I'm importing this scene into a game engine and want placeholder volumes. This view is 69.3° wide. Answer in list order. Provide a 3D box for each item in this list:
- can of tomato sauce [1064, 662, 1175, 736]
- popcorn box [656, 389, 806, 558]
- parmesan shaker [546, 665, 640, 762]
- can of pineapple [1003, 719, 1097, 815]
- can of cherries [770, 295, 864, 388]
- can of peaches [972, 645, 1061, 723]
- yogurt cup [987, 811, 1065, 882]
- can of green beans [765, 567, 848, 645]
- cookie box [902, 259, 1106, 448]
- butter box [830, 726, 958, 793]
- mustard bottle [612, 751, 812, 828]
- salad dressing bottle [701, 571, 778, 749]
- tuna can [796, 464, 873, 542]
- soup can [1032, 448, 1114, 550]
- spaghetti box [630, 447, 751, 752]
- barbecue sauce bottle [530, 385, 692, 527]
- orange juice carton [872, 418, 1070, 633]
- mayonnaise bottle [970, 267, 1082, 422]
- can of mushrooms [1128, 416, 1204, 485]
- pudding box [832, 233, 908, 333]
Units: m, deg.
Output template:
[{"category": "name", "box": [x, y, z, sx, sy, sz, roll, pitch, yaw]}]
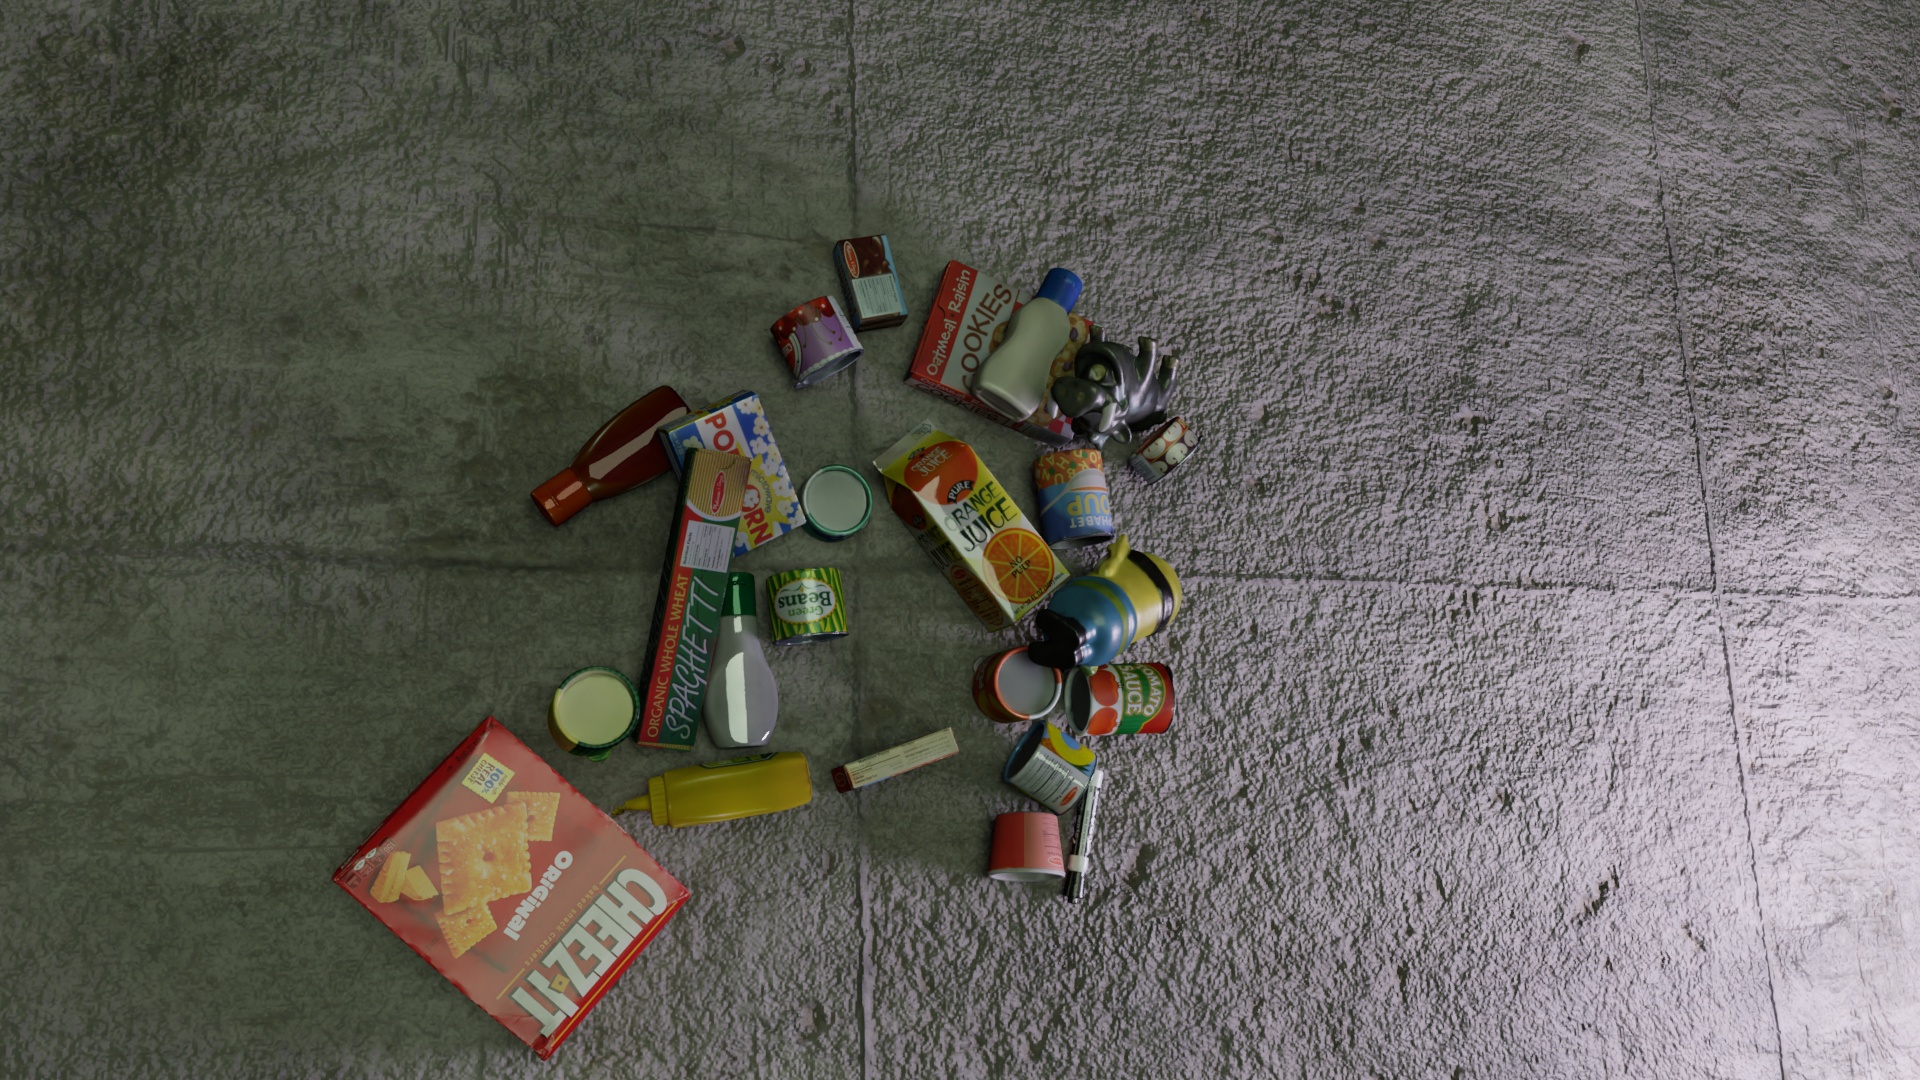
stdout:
[{"category": "can of tomato sauce", "box": [0.146, 0.144, 1.271, 0.083, 0.071, 0.071, 1, 79, -18]}, {"category": "popcorn box", "box": [-0.195, -0.055, 1.190, 0.085, 0.038, 0.126, -28, 112, -22]}, {"category": "parmesan shaker", "box": [-0.291, 0.140, 1.105, 0.071, 0.103, 0.071, 4, 78, -18]}, {"category": "can of pineapple", "box": [0.080, 0.202, 1.241, 0.058, 0.071, 0.071, 35, 70, -9]}, {"category": "can of cherries", "box": [-0.131, -0.178, 1.247, 0.072, 0.071, 0.058, -29, 89, -22]}, {"category": "can of peaches", "box": [0.049, 0.128, 1.248, 0.071, 0.058, 0.071, 4, 78, -18]}, {"category": "yogurt cup", "box": [0.058, 0.269, 1.220, 0.072, 0.072, 0.054, 7, 69, -17]}, {"category": "can of green beans", "box": [-0.132, 0.057, 1.196, 0.071, 0.071, 0.058, -5, 80, -20]}, {"category": "cookie box", "box": [0.043, -0.177, 1.320, 0.167, 0.040, 0.123, 22, 73, -14]}, {"category": "butter box", "box": [-0.056, 0.190, 1.202, 0.104, 0.053, 0.024, -17, 82, -22]}, {"category": "mustard bottle", "box": [-0.205, 0.207, 1.143, 0.160, 0.065, 0.049, -7, 86, -16]}, {"category": "salad dressing bottle", "box": [-0.189, 0.102, 1.180, 0.064, 0.044, 0.148, 1, 77, -25]}, {"category": "tuna can", "box": [-0.110, -0.032, 1.241, 0.071, 0.032, 0.071, 4, 78, -18]}, {"category": "soup can", "box": [0.107, -0.039, 1.296, 0.071, 0.071, 0.084, -5, 80, -20]}, {"category": "spaghetti box", "box": [-0.224, 0.048, 1.148, 0.050, 0.028, 0.250, 11, 92, -28]}, {"category": "barbecue sauce bottle", "box": [-0.293, -0.068, 1.180, 0.149, 0.043, 0.065, -38, 99, -21]}, {"category": "orange juice carton", "box": [0.004, -0.016, 1.255, 0.072, 0.073, 0.192, -39, 92, -21]}, {"category": "mayonnaise bottle", "box": [0.067, -0.185, 1.287, 0.065, 0.041, 0.148, 32, 70, -13]}, {"category": "can of mushrooms", "box": [0.198, -0.088, 1.340, 0.033, 0.071, 0.071, 47, 69, -3]}, {"category": "pudding box", "box": [-0.084, -0.240, 1.295, 0.050, 0.030, 0.084, -14, 83, -20]}]
